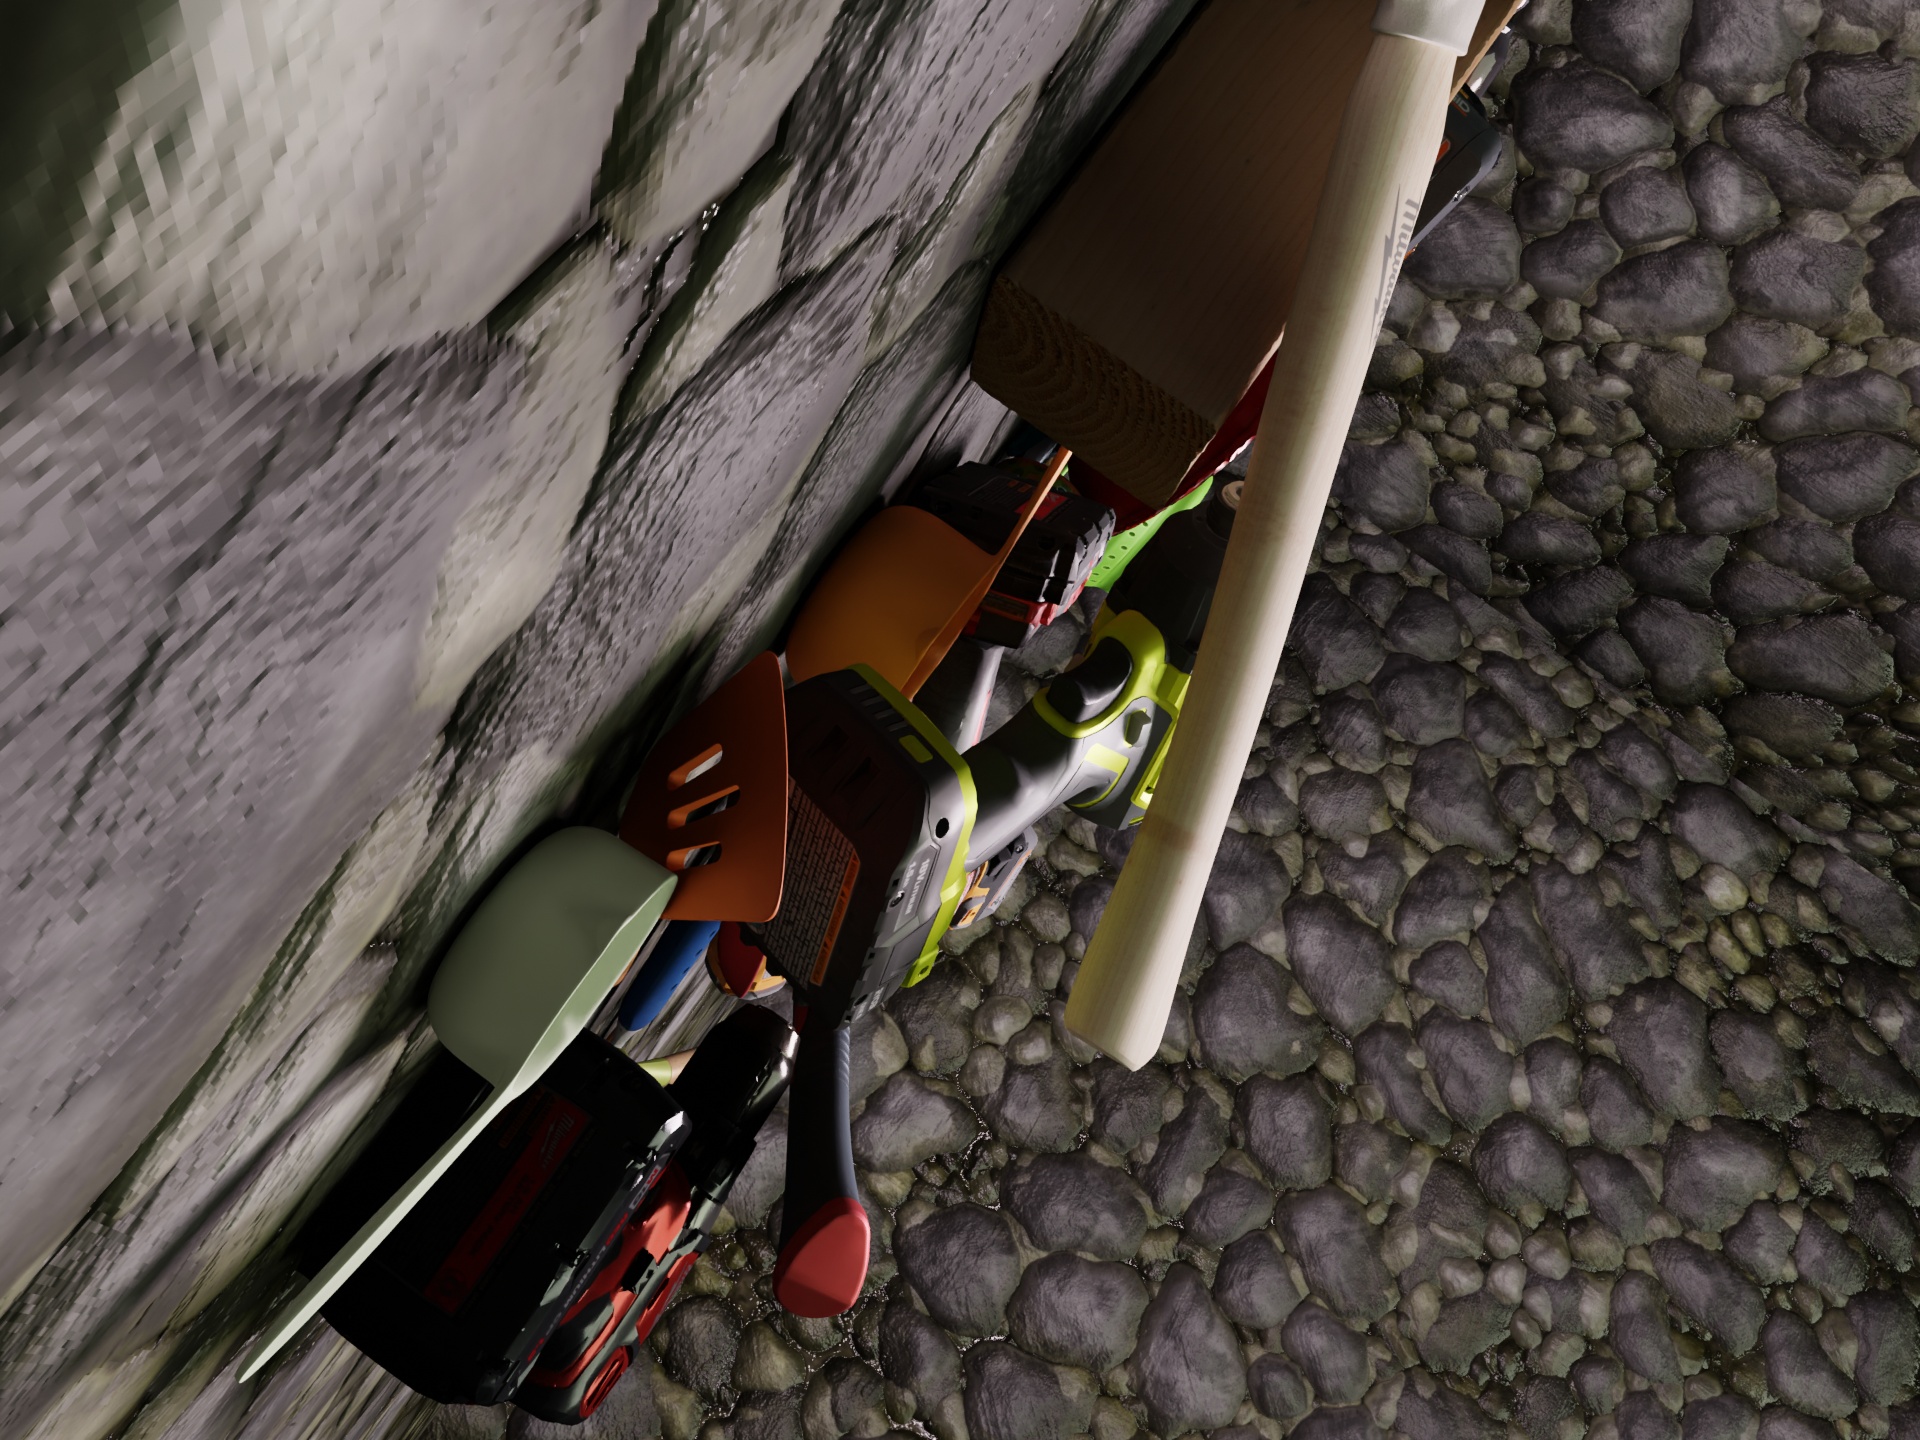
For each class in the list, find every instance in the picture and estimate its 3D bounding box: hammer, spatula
[{"bbox_3d":[0.110,-0.060,0.545,0.146,0.038,0.410,-18,128,-50],"label":"hammer"},{"bbox_3d":[-0.111,0.066,0.590,0.322,0.041,0.081,130,-40,-65],"label":"spatula"},{"bbox_3d":[-0.186,0.174,0.874,0.405,0.035,0.144,-55,179,20],"label":"hammer"},{"bbox_3d":[-0.079,0.142,0.805,0.143,0.038,0.387,-48,-157,22],"label":"hammer"}]

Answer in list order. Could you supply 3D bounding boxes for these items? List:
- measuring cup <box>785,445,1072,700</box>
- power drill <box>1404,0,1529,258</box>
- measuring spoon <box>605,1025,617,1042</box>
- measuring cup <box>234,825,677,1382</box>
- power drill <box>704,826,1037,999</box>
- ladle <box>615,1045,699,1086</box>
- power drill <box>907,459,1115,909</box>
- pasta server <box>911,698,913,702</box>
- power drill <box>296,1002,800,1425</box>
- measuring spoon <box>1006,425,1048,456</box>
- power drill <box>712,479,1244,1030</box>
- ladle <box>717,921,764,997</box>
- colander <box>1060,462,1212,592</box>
[{"bbox_3d":[-0.006,-0.076,0.621,0.173,0.052,0.095,-56,178,1],"label":"measuring cup"},{"bbox_3d":[0.222,-0.303,0.815,0.164,0.084,0.227,-45,-173,33],"label":"power drill"},{"bbox_3d":[-0.204,0.177,0.973,0.117,0.011,0.021,-51,180,20],"label":"measuring spoon"},{"bbox_3d":[-0.140,0.094,0.425,0.168,0.038,0.083,-51,177,-35],"label":"measuring cup"},{"bbox_3d":[-0.059,0.100,1.105,0.226,0.084,0.185,-16,150,-32],"label":"power drill"},{"bbox_3d":[-0.138,0.191,0.843,0.078,0.062,0.320,-53,162,9],"label":"ladle"},{"bbox_3d":[-0.001,-0.002,0.748,0.143,0.078,0.219,-48,157,-69],"label":"power drill"},{"bbox_3d":[-0.061,0.047,1.124,0.060,0.040,0.316,-23,151,-30],"label":"pasta server"},{"bbox_3d":[-0.134,0.175,0.611,0.188,0.080,0.226,-56,165,-19],"label":"power drill"},{"bbox_3d":[0.057,-0.189,0.948,0.128,0.021,0.042,-41,167,-43],"label":"measuring spoon"},{"bbox_3d":[0.024,0.005,0.591,0.223,0.080,0.171,-29,154,-36],"label":"power drill"},{"bbox_3d":[-0.054,0.039,0.819,0.069,0.031,0.315,-61,176,31],"label":"ladle"},{"bbox_3d":[0.115,-0.172,1.184,0.204,0.094,0.397,-50,-177,12],"label":"colander"}]
